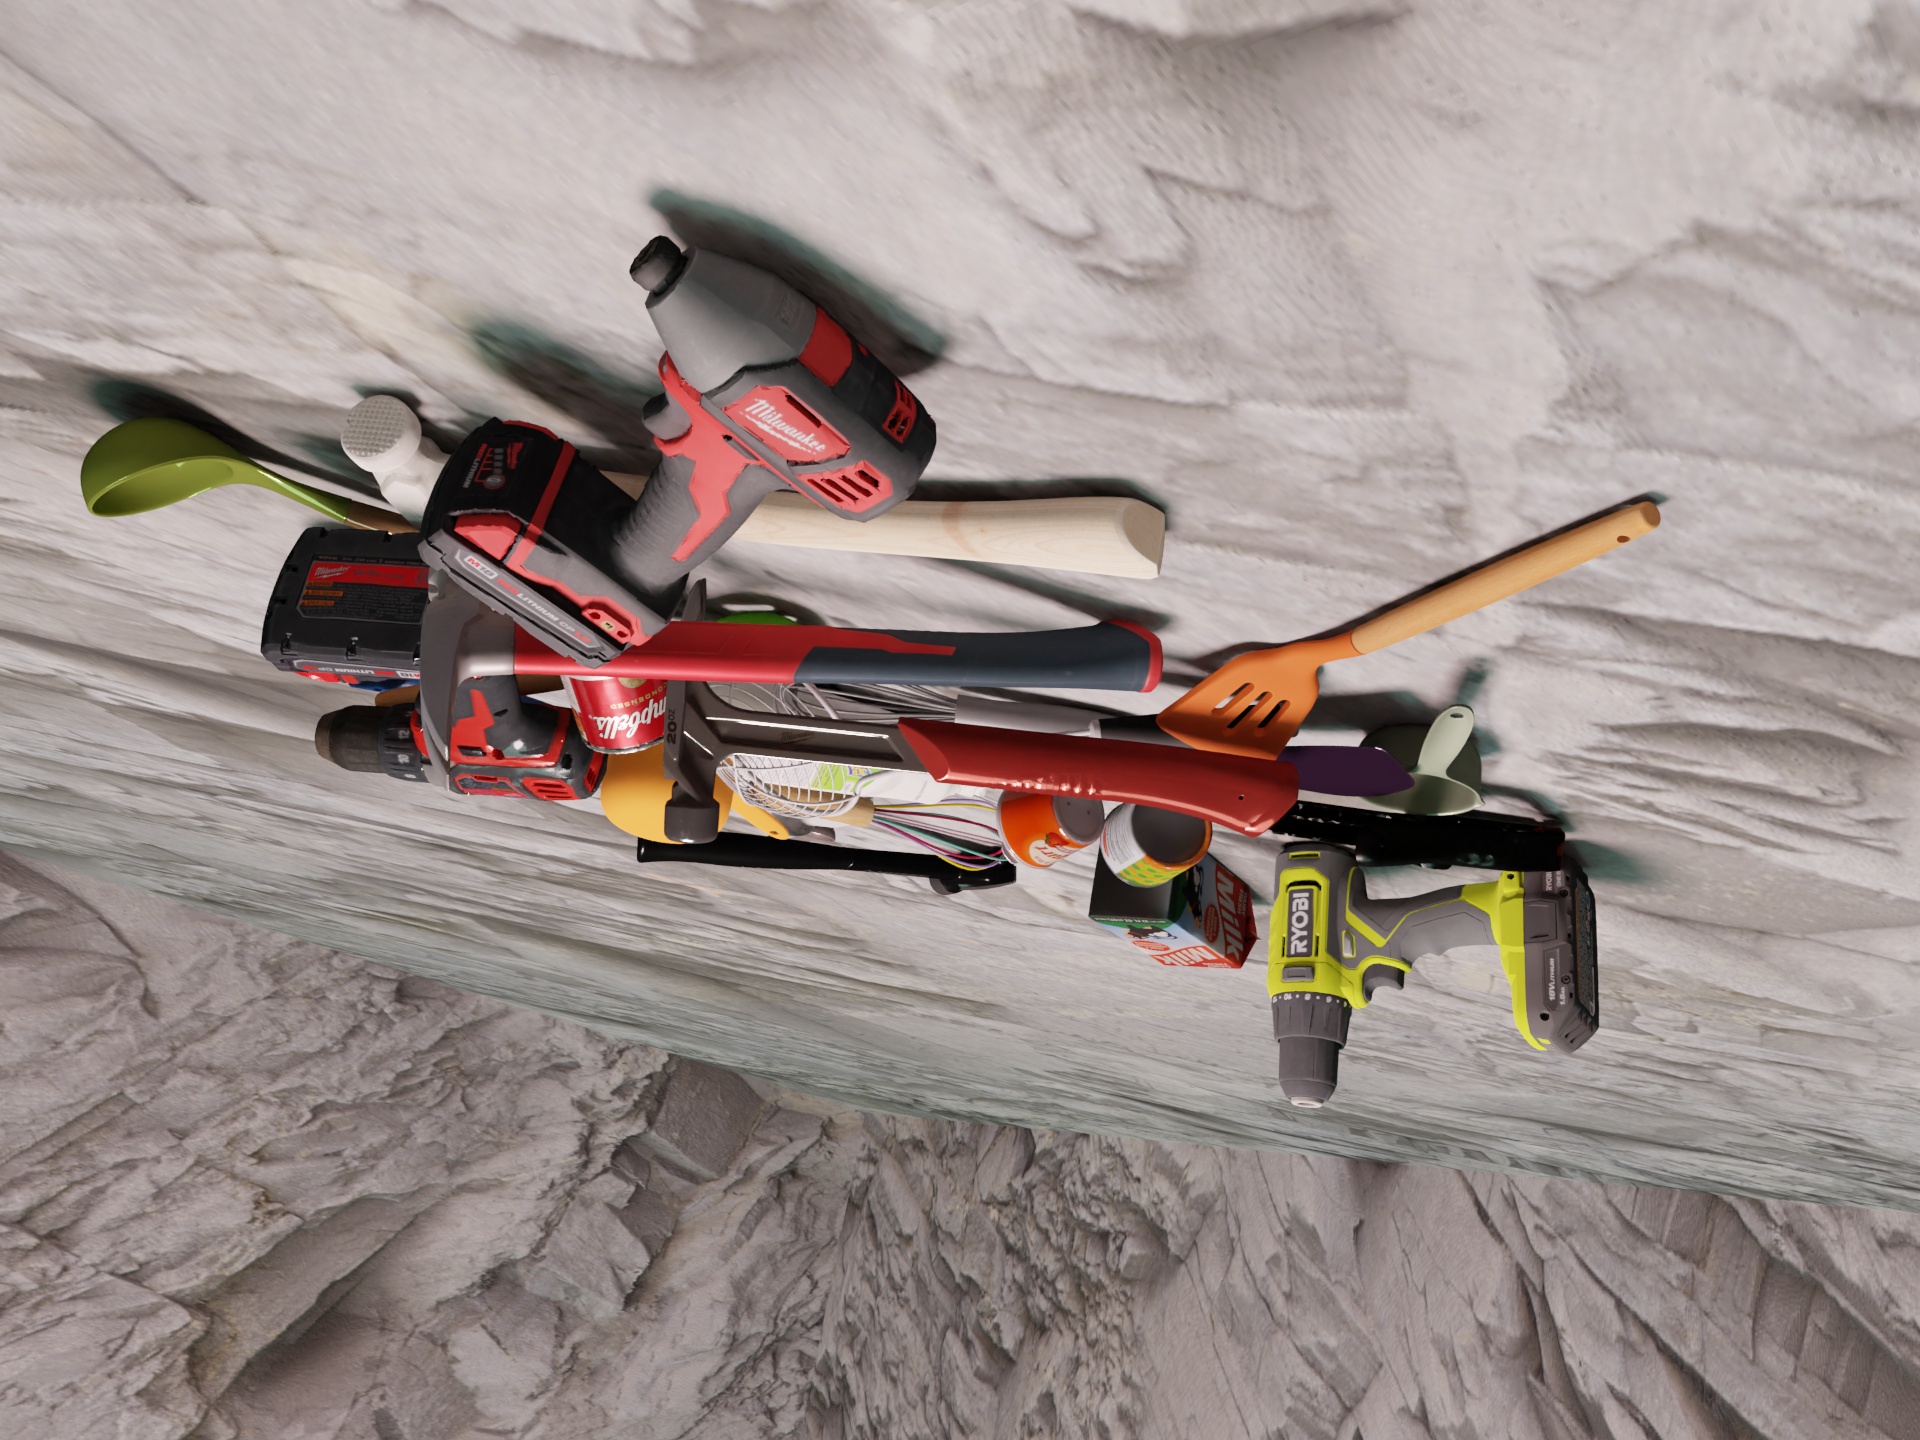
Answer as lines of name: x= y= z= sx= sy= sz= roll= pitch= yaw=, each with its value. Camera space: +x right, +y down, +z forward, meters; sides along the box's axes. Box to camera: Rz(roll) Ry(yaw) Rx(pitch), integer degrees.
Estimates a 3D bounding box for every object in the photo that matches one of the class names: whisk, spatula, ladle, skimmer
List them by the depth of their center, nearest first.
spatula: x=0.220 y=-0.039 z=0.809 sx=0.081 sy=0.041 sz=0.322 roll=24 pitch=156 yaw=-19
ladle: x=-0.330 y=-0.101 z=0.920 sx=0.320 sy=0.062 sz=0.078 roll=17 pitch=163 yaw=-24
skimmer: x=0.018 y=-0.003 z=0.969 sx=0.363 sy=0.090 sz=0.127 roll=-6 pitch=132 yaw=-1
spatula: x=0.147 y=0.031 z=1.022 sx=0.316 sy=0.018 sz=0.059 roll=0 pitch=148 yaw=46
whisk: x=-0.002 y=-0.002 z=1.025 sx=0.239 sy=0.055 sz=0.055 roll=8 pitch=160 yaw=-1
whisk: x=-0.054 y=0.077 z=1.195 sx=0.244 sy=0.051 sz=0.047 roll=14 pitch=129 yaw=-36

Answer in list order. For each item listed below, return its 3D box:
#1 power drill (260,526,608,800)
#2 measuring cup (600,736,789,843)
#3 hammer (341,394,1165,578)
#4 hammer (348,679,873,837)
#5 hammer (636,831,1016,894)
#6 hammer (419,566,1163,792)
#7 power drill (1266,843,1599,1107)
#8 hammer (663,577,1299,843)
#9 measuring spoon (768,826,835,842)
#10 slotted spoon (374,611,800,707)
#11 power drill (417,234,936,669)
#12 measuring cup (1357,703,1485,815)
power drill: x=-0.327 y=-0.020 z=0.946 sx=0.188 sy=0.080 sz=0.226 roll=4 pitch=154 yaw=8
measuring cup: x=-0.173 y=0.065 z=1.083 sx=0.095 sy=0.052 sz=0.173 roll=-10 pitch=148 yaw=29
hammer: x=-0.101 y=-0.102 z=0.821 sx=0.410 sy=0.038 sz=0.146 roll=7 pitch=161 yaw=12
hammer: x=-0.242 y=0.018 z=1.171 sx=0.405 sy=0.035 sz=0.144 roll=21 pitch=158 yaw=-36
hammer: x=-0.107 y=0.112 z=1.307 sx=0.334 sy=0.035 sz=0.146 roll=8 pitch=166 yaw=-30
hammer: x=-0.076 y=-0.024 z=0.822 sx=0.386 sy=0.143 sz=0.038 roll=1 pitch=134 yaw=-15
power drill: x=0.329 y=0.181 z=1.141 sx=0.228 sy=0.191 sz=0.080 roll=-7 pitch=153 yaw=32
hammer: x=0.014 y=0.011 z=0.904 sx=0.359 sy=0.149 sz=0.037 roll=6 pitch=-172 yaw=-3
measuring spoon: x=-0.146 y=0.099 z=1.430 sx=0.034 sy=0.018 sz=0.124 roll=21 pitch=165 yaw=-25
slotted spoon: x=-0.235 y=-0.033 z=1.012 sx=0.314 sy=0.031 sz=0.070 roll=-8 pitch=154 yaw=15
power drill: x=-0.132 y=-0.116 z=0.694 sx=0.219 sy=0.079 sz=0.143 roll=-24 pitch=132 yaw=37
measuring cup: x=0.275 y=0.011 z=0.925 sx=0.083 sy=0.038 sz=0.167 roll=9 pitch=158 yaw=8
